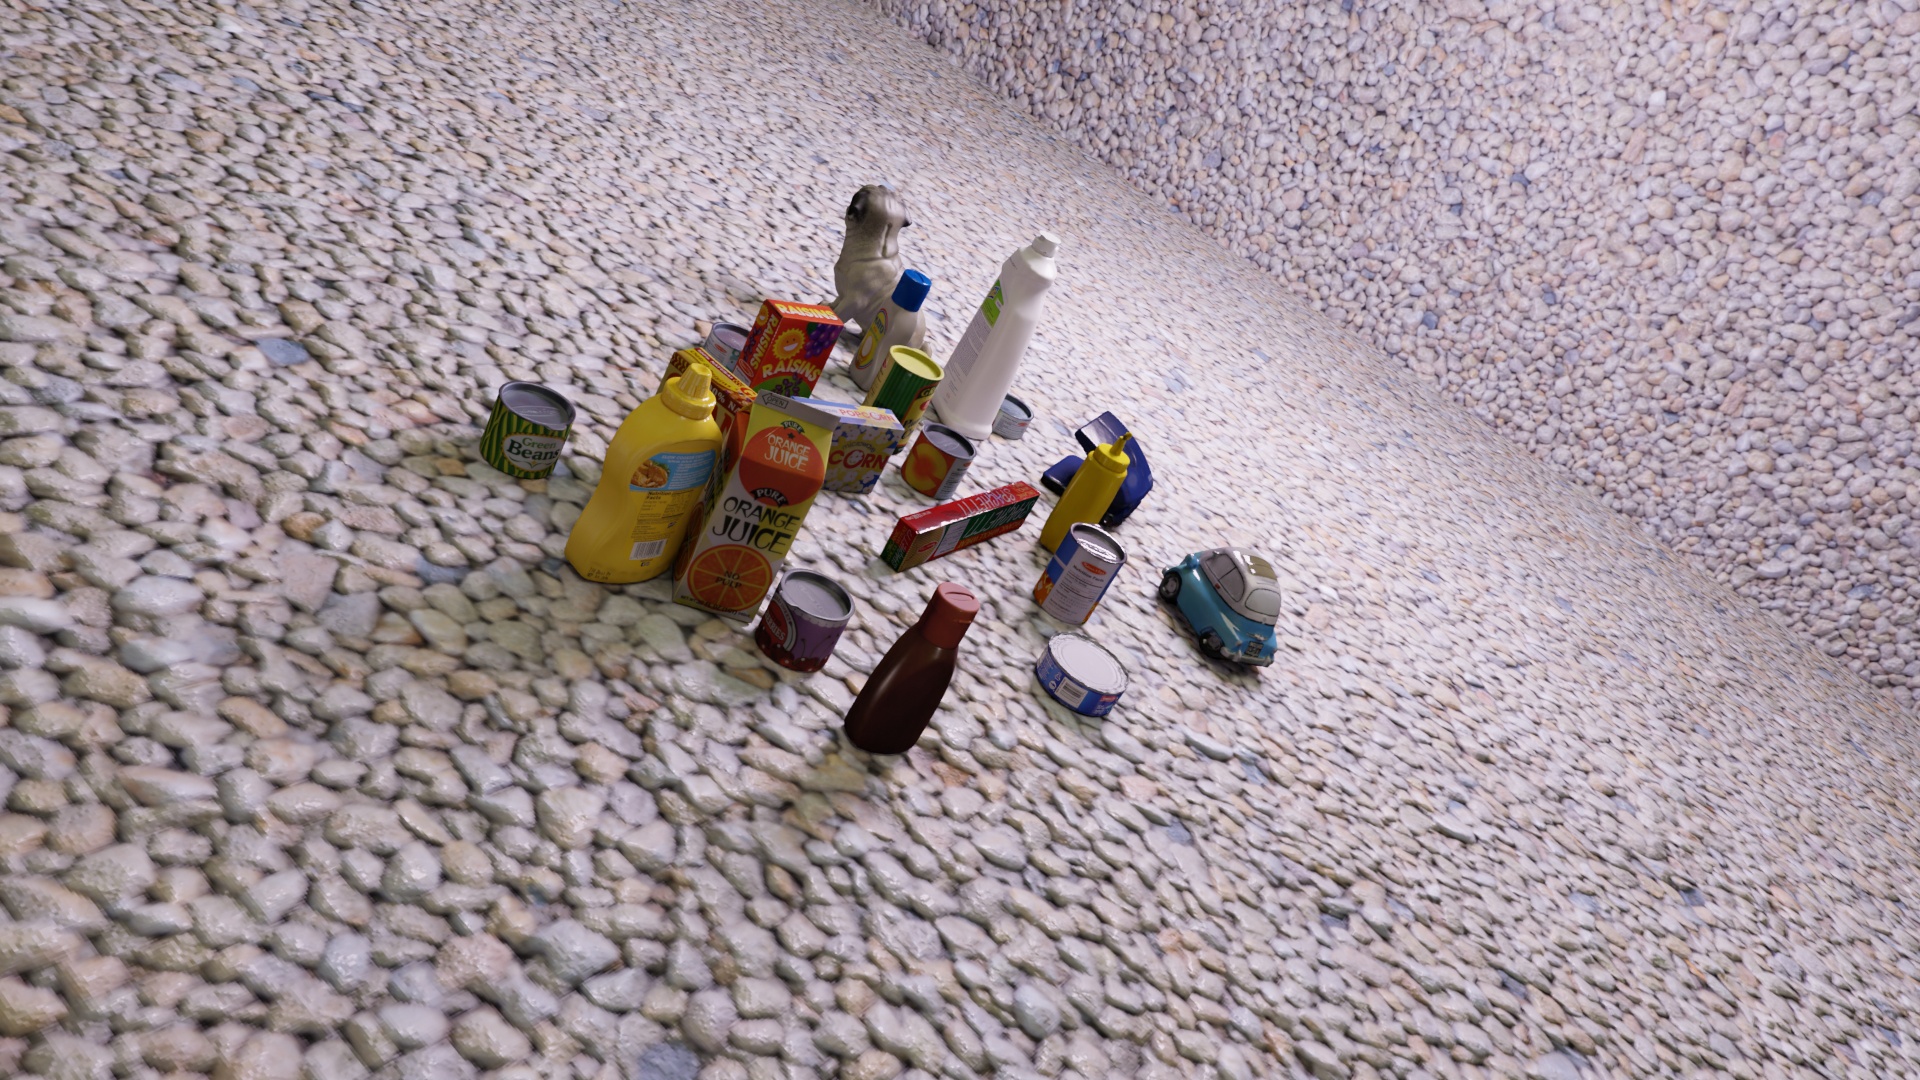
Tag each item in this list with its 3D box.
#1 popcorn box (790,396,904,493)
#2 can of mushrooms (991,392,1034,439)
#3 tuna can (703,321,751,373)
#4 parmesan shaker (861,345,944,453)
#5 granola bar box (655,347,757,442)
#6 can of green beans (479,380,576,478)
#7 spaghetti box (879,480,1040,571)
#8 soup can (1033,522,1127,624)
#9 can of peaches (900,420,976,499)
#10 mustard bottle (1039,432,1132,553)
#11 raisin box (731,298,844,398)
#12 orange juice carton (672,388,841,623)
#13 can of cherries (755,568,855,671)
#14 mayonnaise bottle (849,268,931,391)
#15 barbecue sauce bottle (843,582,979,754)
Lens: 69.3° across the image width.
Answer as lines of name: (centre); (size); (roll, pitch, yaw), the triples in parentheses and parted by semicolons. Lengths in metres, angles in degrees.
popcorn box: (-0.129, -0.094, 1.391); (0.127, 0.085, 0.038); (4, 36, -42)
can of mushrooms: (0.056, -0.160, 1.746); (0.071, 0.033, 0.071); (23, 27, -13)
tuna can: (-0.247, -0.210, 1.534); (0.071, 0.032, 0.071); (23, 27, -13)
parmesan shaker: (-0.070, -0.156, 1.538); (0.071, 0.102, 0.071); (24, 27, -13)
granola bar box: (-0.208, -0.074, 1.234); (0.166, 0.123, 0.039); (39, 27, 18)
can of green beans: (-0.369, -0.094, 1.182); (0.071, 0.057, 0.071); (23, 27, -13)
spaghetti box: (0.005, -0.018, 1.431); (0.029, 0.050, 0.251); (39, 28, 19)
soup can: (0.122, 0.033, 1.421); (0.071, 0.083, 0.072); (23, 27, -13)
can of peaches: (-0.026, -0.087, 1.512); (0.071, 0.057, 0.071); (23, 27, -13)
mustard bottle: (0.144, -0.056, 1.512); (0.049, 0.159, 0.065); (36, 27, 12)
raisin box: (-0.186, -0.189, 1.456); (0.086, 0.122, 0.040); (0, 39, -45)
orange juice carton: (-0.167, -0.034, 1.128); (0.072, 0.191, 0.073); (18, 28, -22)
can of cherries: (-0.130, 0.065, 1.141); (0.071, 0.058, 0.072); (23, 27, -13)
mayonnaise bottle: (-0.082, -0.248, 1.636); (0.041, 0.147, 0.065); (12, 31, -32)
barbecue sauce bottle: (-0.033, 0.100, 1.077); (0.065, 0.148, 0.044); (7, 34, -38)
